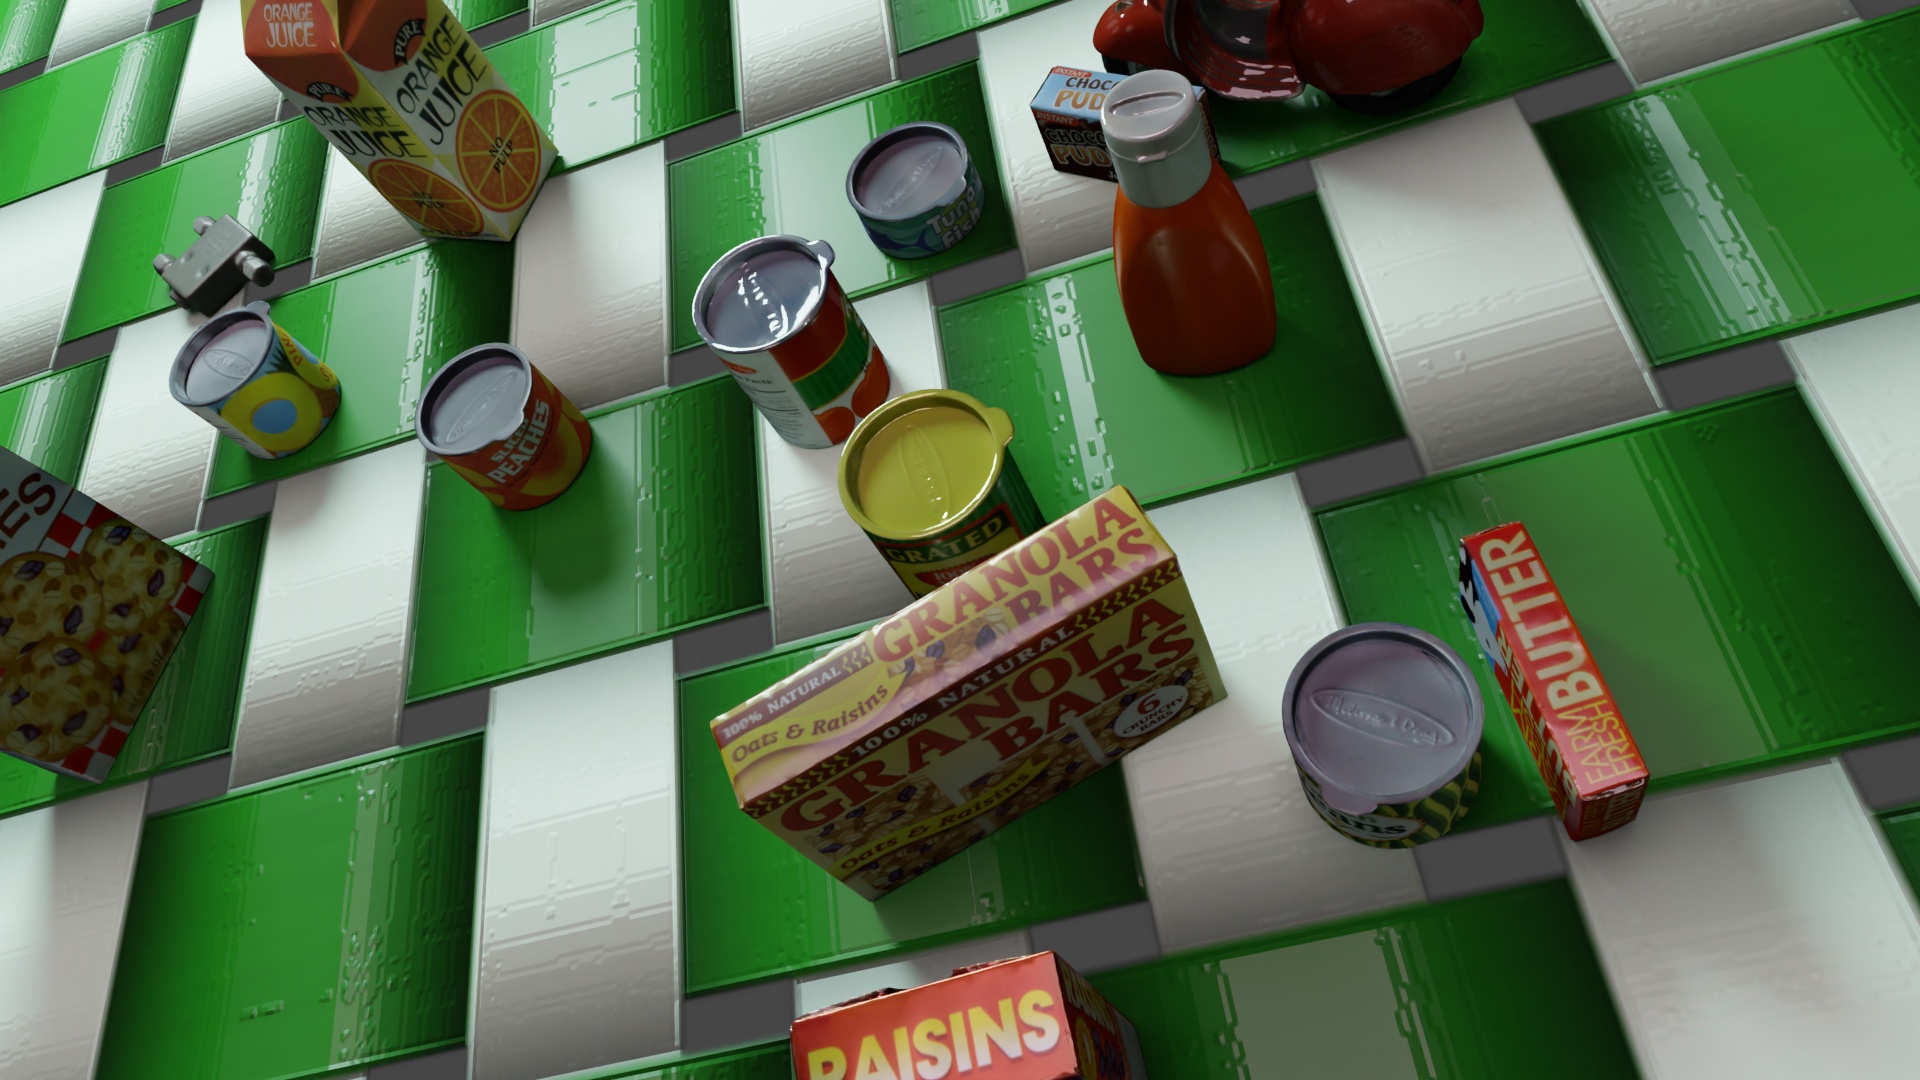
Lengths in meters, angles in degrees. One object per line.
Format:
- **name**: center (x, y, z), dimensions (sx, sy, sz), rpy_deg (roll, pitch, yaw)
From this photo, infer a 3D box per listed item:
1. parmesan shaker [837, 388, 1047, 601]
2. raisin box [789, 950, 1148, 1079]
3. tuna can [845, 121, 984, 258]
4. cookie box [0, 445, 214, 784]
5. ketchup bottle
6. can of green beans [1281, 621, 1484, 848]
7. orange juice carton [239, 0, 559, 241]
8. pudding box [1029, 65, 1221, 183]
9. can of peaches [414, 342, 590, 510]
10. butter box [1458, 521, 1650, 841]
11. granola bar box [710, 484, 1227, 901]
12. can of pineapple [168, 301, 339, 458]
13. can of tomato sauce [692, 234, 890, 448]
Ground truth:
- **parmesan shaker**: center (0.002, -0.007, 0.565), dimensions (0.071, 0.102, 0.071), rpy_deg (-9, 60, 15)
- **raisin box**: center (0.009, 0.173, 0.448), dimensions (0.086, 0.123, 0.040), rpy_deg (-18, 58, 10)
- **tuna can**: center (-0.021, -0.179, 0.713), dimensions (0.071, 0.032, 0.071), rpy_deg (-9, 59, 15)
- **cookie box**: center (-0.464, 0.030, 0.671), dimensions (0.040, 0.167, 0.123), rpy_deg (6, 64, 23)
- **ketchup bottle**: center (0.091, -0.126, 0.574), dimensions (0.065, 0.148, 0.044), rpy_deg (-6, 60, 17)
- **can of green beans**: center (0.151, 0.071, 0.495), dimensions (0.071, 0.057, 0.071), rpy_deg (-9, 59, 15)
- **orange juice carton**: center (-0.313, -0.254, 0.764), dimensions (0.072, 0.192, 0.073), rpy_deg (8, 65, 24)
- **pudding box**: center (0.081, -0.201, 0.679), dimensions (0.084, 0.049, 0.030), rpy_deg (20, 70, 28)
- **can of peaches**: center (-0.228, -0.055, 0.701), dimensions (0.071, 0.058, 0.071), rpy_deg (-9, 59, 15)
- **butter box**: center (0.207, 0.049, 0.490), dimensions (0.024, 0.053, 0.104), rpy_deg (-19, 57, 9)
- **granola bar box**: center (0.009, 0.061, 0.511), dimensions (0.165, 0.123, 0.039), rpy_deg (-30, 56, 1)
- **can of pineapple**: center (-0.393, -0.089, 0.779), dimensions (0.071, 0.057, 0.071), rpy_deg (-9, 59, 15)
- **can of tomato sauce**: center (-0.076, -0.093, 0.654), dimensions (0.071, 0.083, 0.071), rpy_deg (-9, 59, 15)
